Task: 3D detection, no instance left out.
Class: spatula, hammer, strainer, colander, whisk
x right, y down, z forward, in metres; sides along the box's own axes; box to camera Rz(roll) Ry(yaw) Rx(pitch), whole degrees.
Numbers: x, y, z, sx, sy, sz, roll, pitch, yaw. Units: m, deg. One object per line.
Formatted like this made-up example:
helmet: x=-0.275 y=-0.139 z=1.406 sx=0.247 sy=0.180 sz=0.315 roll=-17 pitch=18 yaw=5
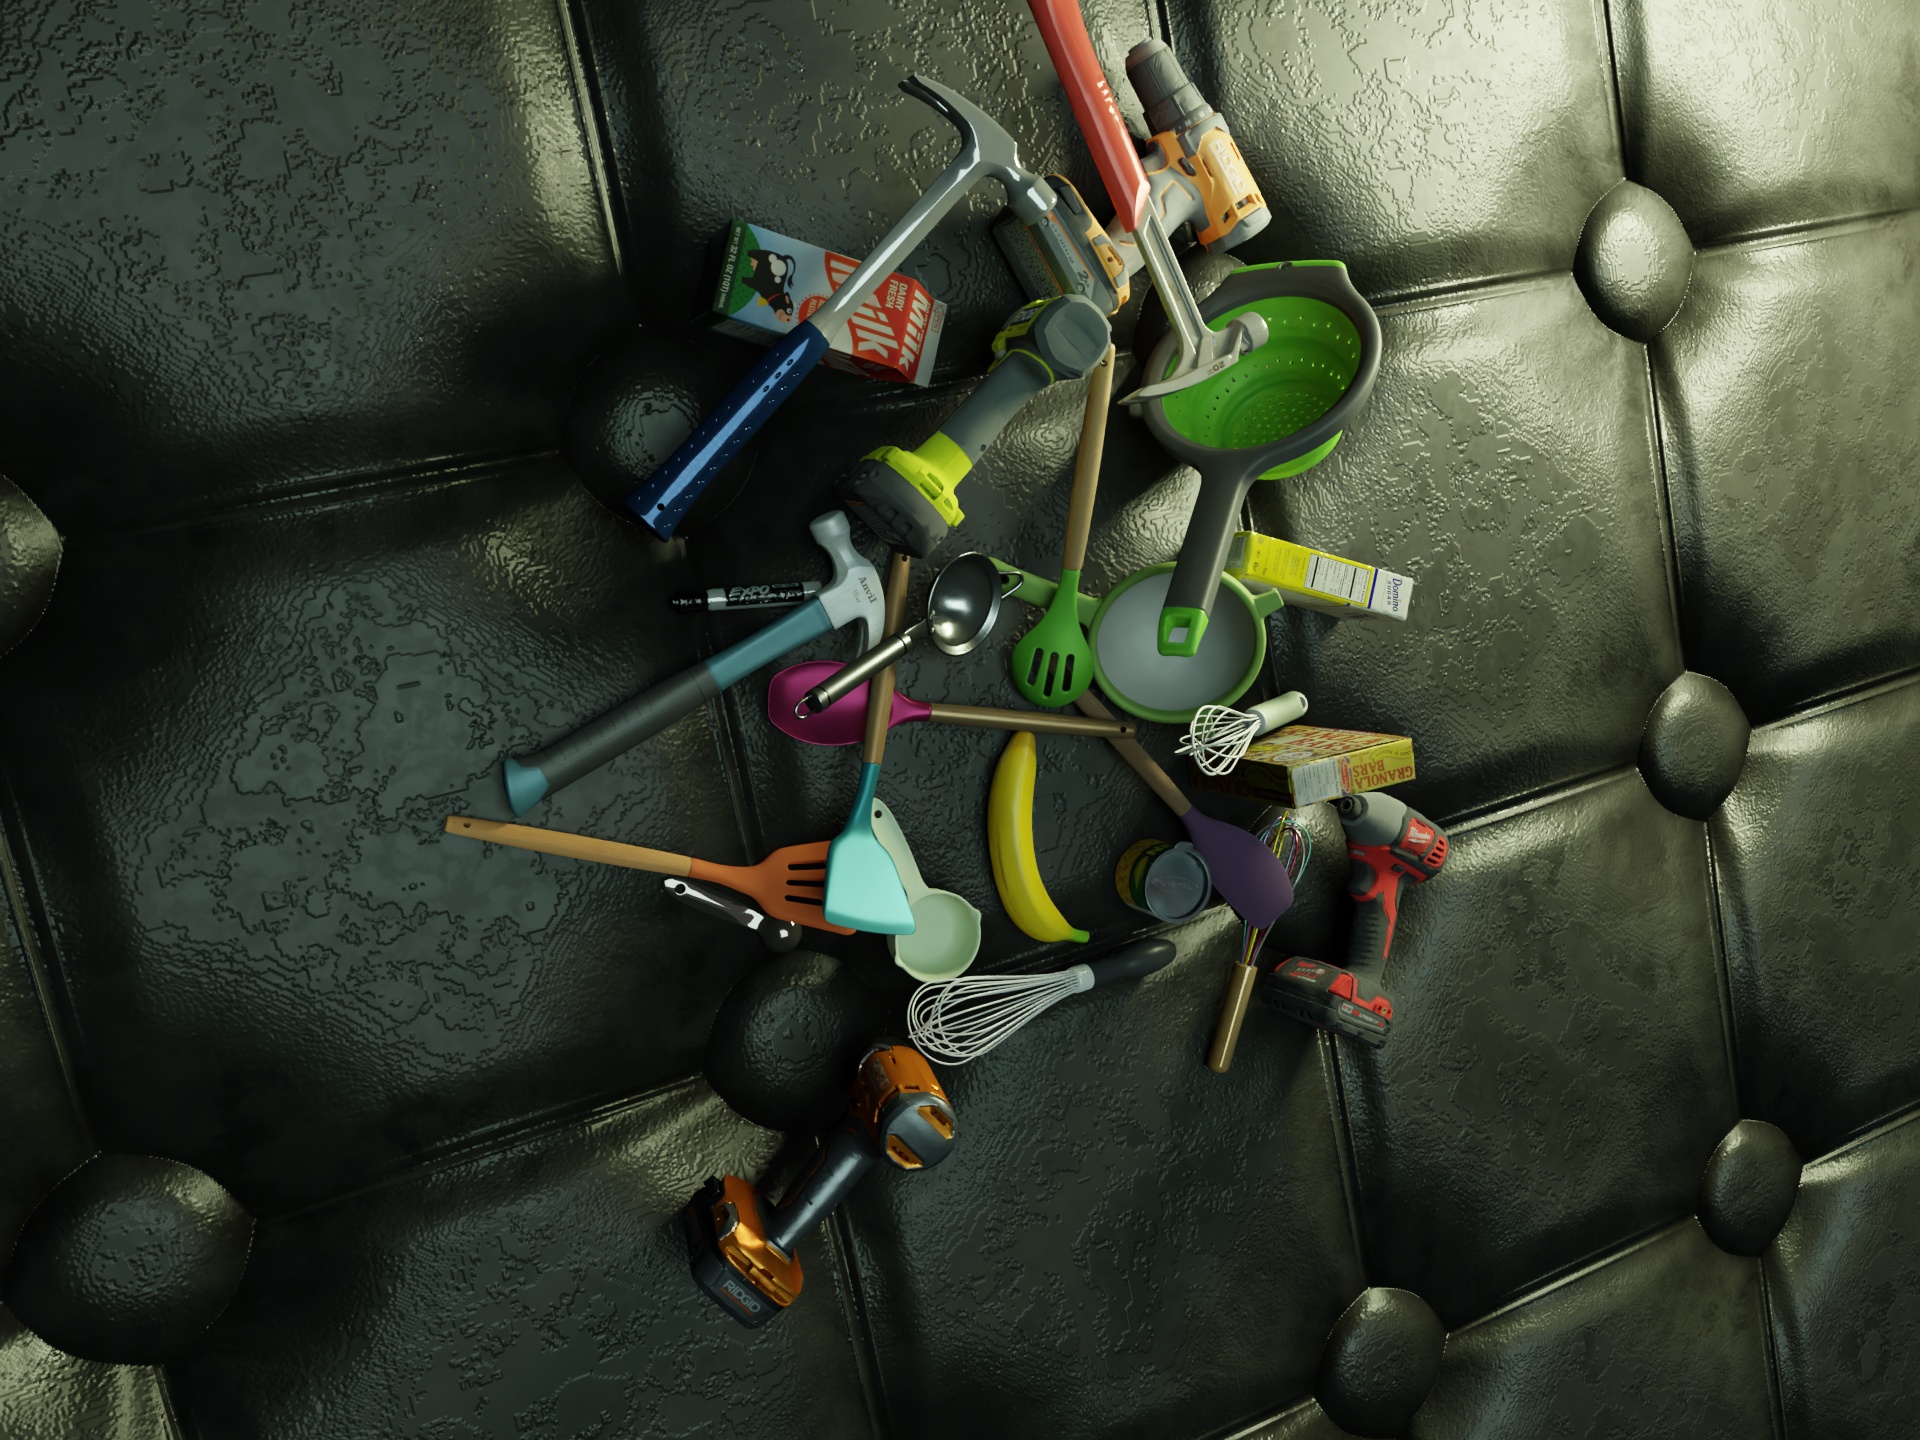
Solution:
spatula: x=-0.060 y=0.009 z=1.262 sx=0.082 sy=0.044 sz=0.317 roll=13 pitch=78 yaw=-30
hammer: x=-0.204 y=-0.028 z=1.221 sx=0.331 sy=0.033 sz=0.128 roll=-31 pitch=110 yaw=-13
spatula: x=-0.231 y=0.106 z=1.228 sx=0.322 sy=0.041 sz=0.081 roll=13 pitch=66 yaw=-21
strainer: x=0.134 y=-0.095 z=1.359 sx=0.256 sy=0.069 sz=0.151 roll=20 pitch=118 yaw=-6
strainer: x=-0.044 y=-0.065 z=1.244 sx=0.258 sy=0.050 sz=0.086 roll=-37 pitch=131 yaw=-41
colander: x=0.238 y=-0.204 z=1.322 sx=0.094 sy=0.204 sz=0.397 roll=51 pitch=51 yaw=-50
whisk: x=0.267 y=0.201 z=1.446 sx=0.051 sy=0.047 sz=0.245 roll=14 pitch=93 yaw=-11
whisk: x=0.075 y=0.225 z=1.344 sx=0.284 sy=0.070 sz=0.070 roll=-11 pitch=99 yaw=-34
whisk: x=0.247 y=0.003 z=1.358 sx=0.246 sy=0.059 sz=0.058 roll=-17 pitch=89 yaw=-58
hammer: x=0.118 y=-0.433 z=1.251 sx=0.149 sy=0.037 sz=0.359 roll=-30 pitch=100 yaw=-26
hammer: x=-0.103 y=-0.298 z=1.174 sx=0.144 sy=0.035 sz=0.405 roll=44 pitch=80 yaw=-22
spatula: x=0.182 y=0.059 z=1.389 sx=0.060 sy=0.018 sz=0.315 roll=-43 pitch=101 yaw=4

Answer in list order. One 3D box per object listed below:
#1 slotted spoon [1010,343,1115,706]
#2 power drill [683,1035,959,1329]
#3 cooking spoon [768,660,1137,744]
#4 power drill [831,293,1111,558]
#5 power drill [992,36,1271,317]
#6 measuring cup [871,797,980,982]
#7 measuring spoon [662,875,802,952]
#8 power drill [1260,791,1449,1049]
slotted spoon: x=0.091 y=-0.148 z=1.284 sx=0.070 sy=0.031 sz=0.313 roll=10 pitch=115 yaw=3
power drill: x=-0.109 y=0.346 z=1.248 sx=0.226 sy=0.164 sz=0.084 roll=-43 pitch=109 yaw=-1
cooking spoon: x=-0.002 y=-0.004 z=1.315 sx=0.318 sy=0.017 sz=0.069 roll=5 pitch=82 yaw=-17
power drill: x=0.007 y=-0.235 z=1.244 sx=0.080 sy=0.171 sz=0.223 roll=44 pitch=86 yaw=-18
power drill: x=0.136 y=-0.446 z=1.323 sx=0.226 sy=0.084 sz=0.185 roll=-36 pitch=104 yaw=-20
measuring cup: x=-0.043 y=0.137 z=1.312 sx=0.083 sy=0.038 sz=0.167 roll=-29 pitch=102 yaw=-18
measuring spoon: x=-0.180 y=0.153 z=1.265 sx=0.124 sy=0.018 sz=0.034 roll=27 pitch=84 yaw=-21
power drill: x=0.363 y=0.175 z=1.451 sx=0.143 sy=0.079 sz=0.220 roll=28 pitch=79 yaw=-39
